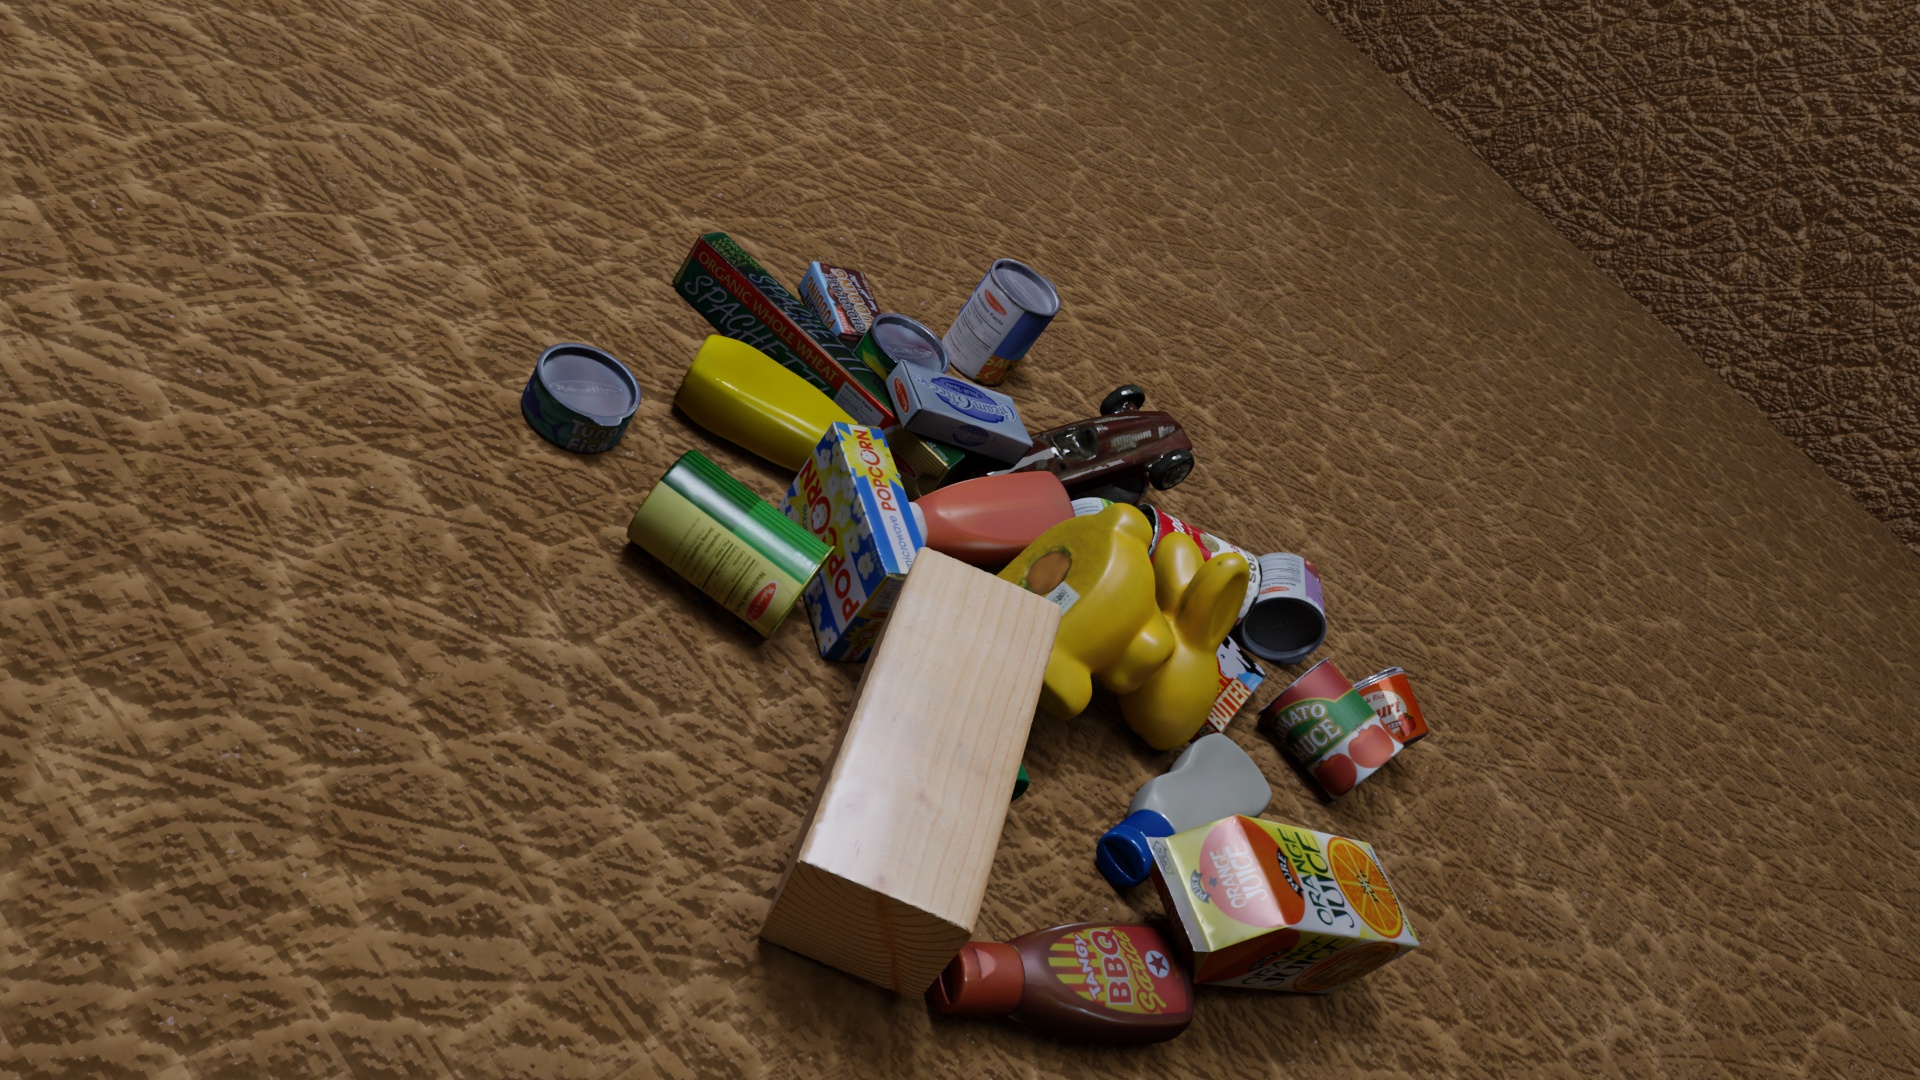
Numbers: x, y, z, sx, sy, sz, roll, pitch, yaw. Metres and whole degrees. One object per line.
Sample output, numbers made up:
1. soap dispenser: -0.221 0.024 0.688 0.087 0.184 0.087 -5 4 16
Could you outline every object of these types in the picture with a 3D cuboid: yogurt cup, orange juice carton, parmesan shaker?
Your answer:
1. yogurt cup: 0.322 0.136 1.067 0.072 0.072 0.054 -5 62 -44
2. orange juice carton: 0.182 0.217 0.822 0.192 0.072 0.072 20 38 -41
3. parmesan shaker: -0.134 -0.001 0.818 0.103 0.071 0.072 37 36 -2

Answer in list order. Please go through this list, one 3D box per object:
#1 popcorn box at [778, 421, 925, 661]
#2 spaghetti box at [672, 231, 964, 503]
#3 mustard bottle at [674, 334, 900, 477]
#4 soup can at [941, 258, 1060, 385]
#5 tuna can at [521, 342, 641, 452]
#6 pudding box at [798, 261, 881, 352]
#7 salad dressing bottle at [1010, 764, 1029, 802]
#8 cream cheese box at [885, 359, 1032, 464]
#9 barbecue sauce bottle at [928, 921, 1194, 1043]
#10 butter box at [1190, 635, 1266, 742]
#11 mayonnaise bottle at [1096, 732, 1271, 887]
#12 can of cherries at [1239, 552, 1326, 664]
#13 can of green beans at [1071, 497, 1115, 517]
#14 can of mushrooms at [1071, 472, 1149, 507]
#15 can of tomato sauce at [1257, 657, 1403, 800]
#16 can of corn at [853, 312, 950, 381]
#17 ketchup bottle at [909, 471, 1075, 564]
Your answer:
1. popcorn box: -0.067 0.000 0.863 0.038 0.084 0.127 7 46 -34
2. spaghetti box: -0.103 -0.123 0.996 0.250 0.050 0.029 43 34 7
3. mustard bottle: -0.112 -0.077 0.939 0.160 0.048 0.066 31 37 -11
4. soup can: 0.034 -0.179 1.146 0.071 0.083 0.072 23 38 -20
5. tuna can: -0.233 -0.086 0.859 0.071 0.032 0.071 23 38 -20
6. pudding box: -0.090 -0.177 1.082 0.050 0.030 0.084 6 47 -35
7. salad dressing bottle: -0.003 0.093 0.852 0.064 0.043 0.148 -2 51 -34
8. cream cheese box: 0.000 -0.091 0.987 0.104 0.024 0.053 15 38 -36
9. barbecue sauce bottle: 0.054 0.236 0.745 0.149 0.043 0.065 12 43 -31
10. butter box: 0.182 0.106 1.012 0.053 0.024 0.104 45 36 8
11. mayonnaise bottle: 0.141 0.175 0.889 0.149 0.041 0.065 -20 65 -48
12. can of cherries: 0.254 0.054 1.099 0.071 0.071 0.059 29 36 -13
13. can of green beans: 0.094 0.012 1.005 0.071 0.071 0.058 15 41 -29
14. can of mushrooms: 0.117 -0.052 1.122 0.071 0.033 0.071 22 39 -19
15. can of tomato sauce: 0.270 0.139 1.017 0.071 0.071 0.083 -19 64 -49
16. can of corn: -0.049 -0.124 1.036 0.071 0.058 0.071 23 38 -20
17. ketchup bottle: 0.003 -0.012 0.944 0.149 0.043 0.065 -6 56 -25
